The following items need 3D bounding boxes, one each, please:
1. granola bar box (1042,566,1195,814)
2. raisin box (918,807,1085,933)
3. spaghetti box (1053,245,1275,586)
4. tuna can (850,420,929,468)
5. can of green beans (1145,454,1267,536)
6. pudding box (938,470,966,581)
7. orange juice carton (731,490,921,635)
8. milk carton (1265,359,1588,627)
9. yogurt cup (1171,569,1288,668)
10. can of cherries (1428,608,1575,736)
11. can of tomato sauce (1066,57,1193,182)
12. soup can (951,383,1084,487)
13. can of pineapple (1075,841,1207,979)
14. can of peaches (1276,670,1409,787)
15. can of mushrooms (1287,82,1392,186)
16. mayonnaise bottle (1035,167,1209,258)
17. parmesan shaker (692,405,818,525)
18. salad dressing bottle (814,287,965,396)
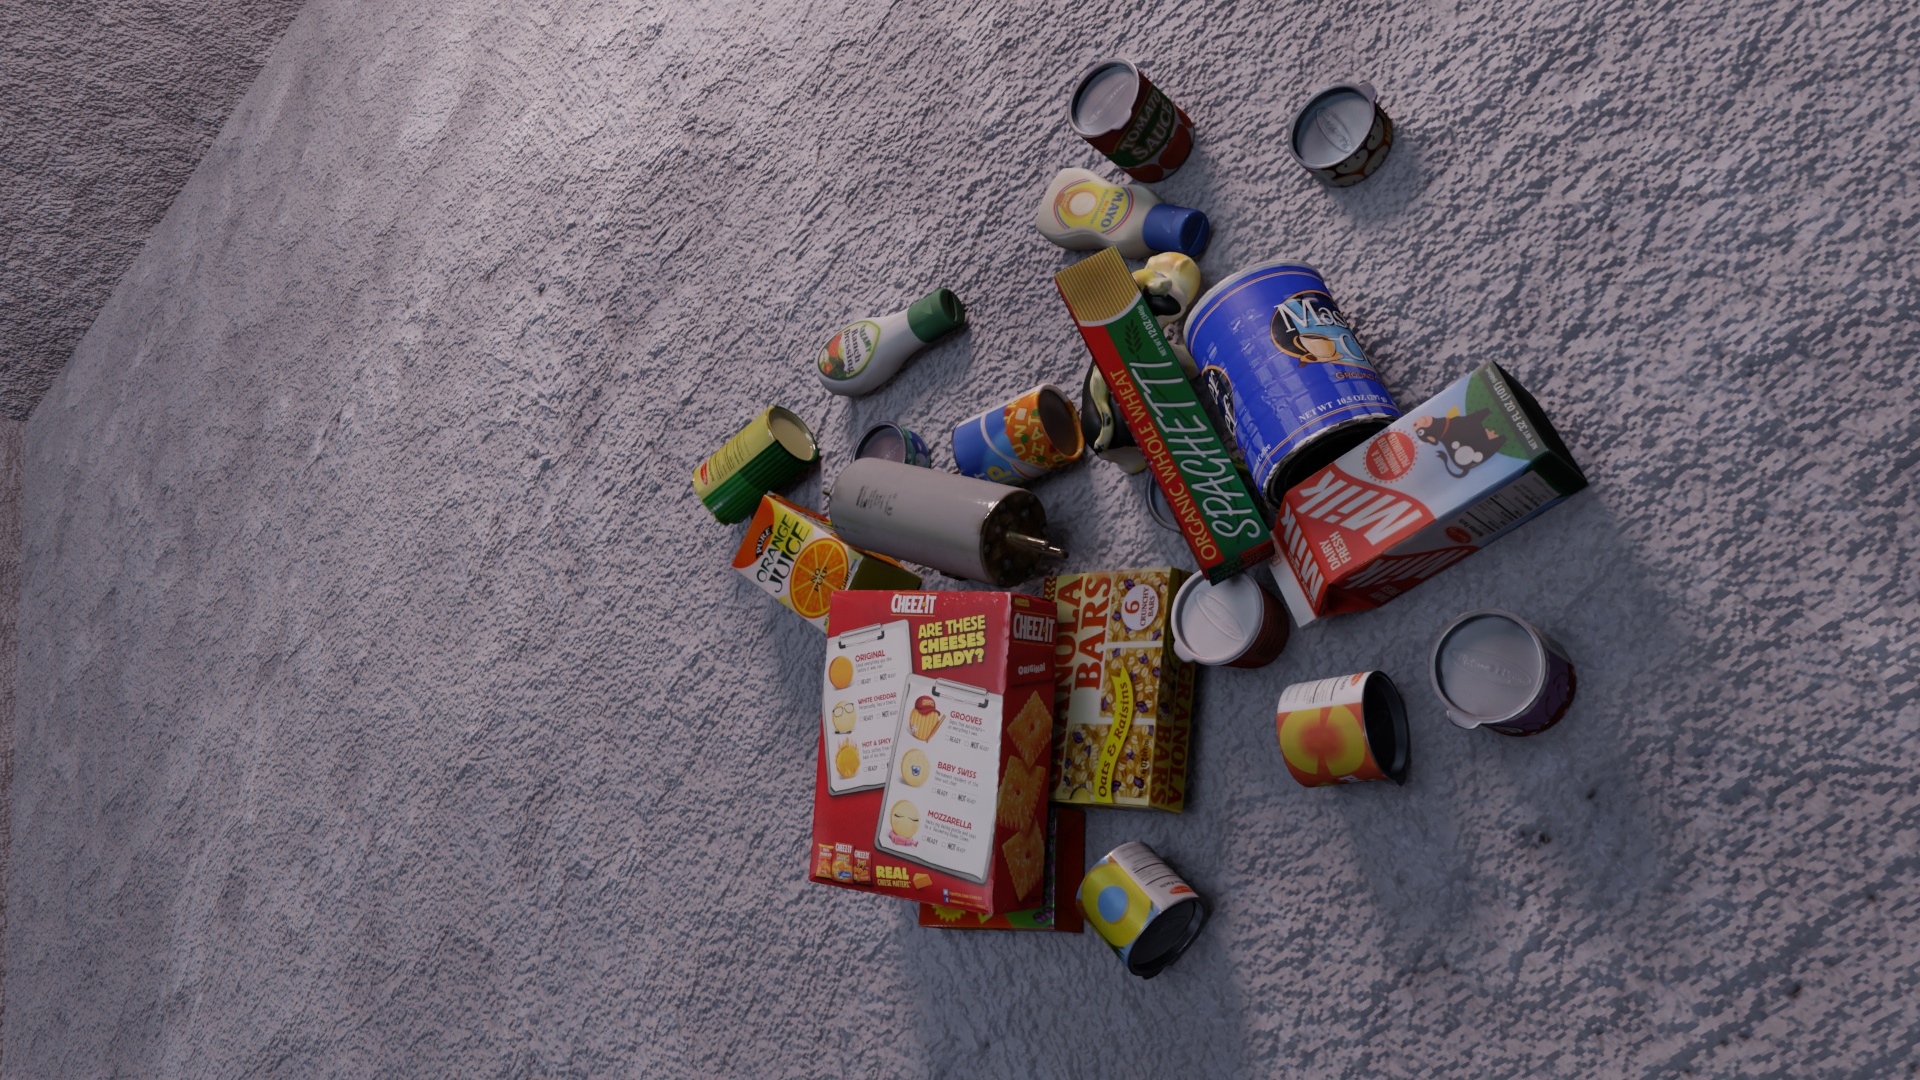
[{"bbox_3d":[0.105,0.105,0.979,0.124,0.039,0.166,-8,70,48],"label":"granola bar box"},{"bbox_3d":[0.029,0.239,1.008,0.123,0.040,0.086,-11,69,37],"label":"raisin box"},{"bbox_3d":[0.135,-0.089,0.937,0.050,0.028,0.251,-26,67,5],"label":"spaghetti box"},{"bbox_3d":[-0.059,-0.065,1.197,0.071,0.033,0.071,-15,65,37],"label":"tuna can"},{"bbox_3d":[0.172,-0.031,0.967,0.071,0.058,0.071,-15,65,37],"label":"can of green beans"},{"bbox_3d":[0.004,-0.014,1.126,0.049,0.030,0.084,-24,60,31],"label":"pudding box"},{"bbox_3d":[-0.129,0.019,1.200,0.193,0.073,0.071,29,95,43],"label":"orange juice carton"},{"bbox_3d":[0.276,-0.021,0.864,0.190,0.073,0.072,-36,54,26],"label":"milk carton"},{"bbox_3d":[0.183,0.054,0.929,0.072,0.054,0.072,-15,66,37],"label":"yogurt cup"},{"bbox_3d":[0.313,0.080,0.806,0.071,0.058,0.071,-14,67,36],"label":"can of cherries"},{"bbox_3d":[0.135,-0.327,1.087,0.071,0.083,0.071,-15,66,37],"label":"can of tomato sauce"},{"bbox_3d":[0.046,-0.076,1.088,0.083,0.071,0.071,-22,62,33],"label":"soup can"},{"bbox_3d":[0.117,0.242,0.912,0.058,0.071,0.071,43,104,42],"label":"can of pineapple"},{"bbox_3d":[0.236,0.119,0.854,0.058,0.071,0.071,-15,66,37],"label":"can of peaches"},{"bbox_3d":[0.273,-0.290,0.990,0.071,0.033,0.071,-16,65,37],"label":"can of mushrooms"},{"bbox_3d":[0.128,-0.254,1.096,0.148,0.041,0.064,25,90,44],"label":"mayonnaise bottle"},{"bbox_3d":[-0.189,-0.068,1.287,0.102,0.071,0.071,-36,55,26],"label":"parmesan shaker"},{"bbox_3d":[-0.063,-0.177,1.232,0.147,0.044,0.064,-24,62,33],"label":"salad dressing bottle"}]
